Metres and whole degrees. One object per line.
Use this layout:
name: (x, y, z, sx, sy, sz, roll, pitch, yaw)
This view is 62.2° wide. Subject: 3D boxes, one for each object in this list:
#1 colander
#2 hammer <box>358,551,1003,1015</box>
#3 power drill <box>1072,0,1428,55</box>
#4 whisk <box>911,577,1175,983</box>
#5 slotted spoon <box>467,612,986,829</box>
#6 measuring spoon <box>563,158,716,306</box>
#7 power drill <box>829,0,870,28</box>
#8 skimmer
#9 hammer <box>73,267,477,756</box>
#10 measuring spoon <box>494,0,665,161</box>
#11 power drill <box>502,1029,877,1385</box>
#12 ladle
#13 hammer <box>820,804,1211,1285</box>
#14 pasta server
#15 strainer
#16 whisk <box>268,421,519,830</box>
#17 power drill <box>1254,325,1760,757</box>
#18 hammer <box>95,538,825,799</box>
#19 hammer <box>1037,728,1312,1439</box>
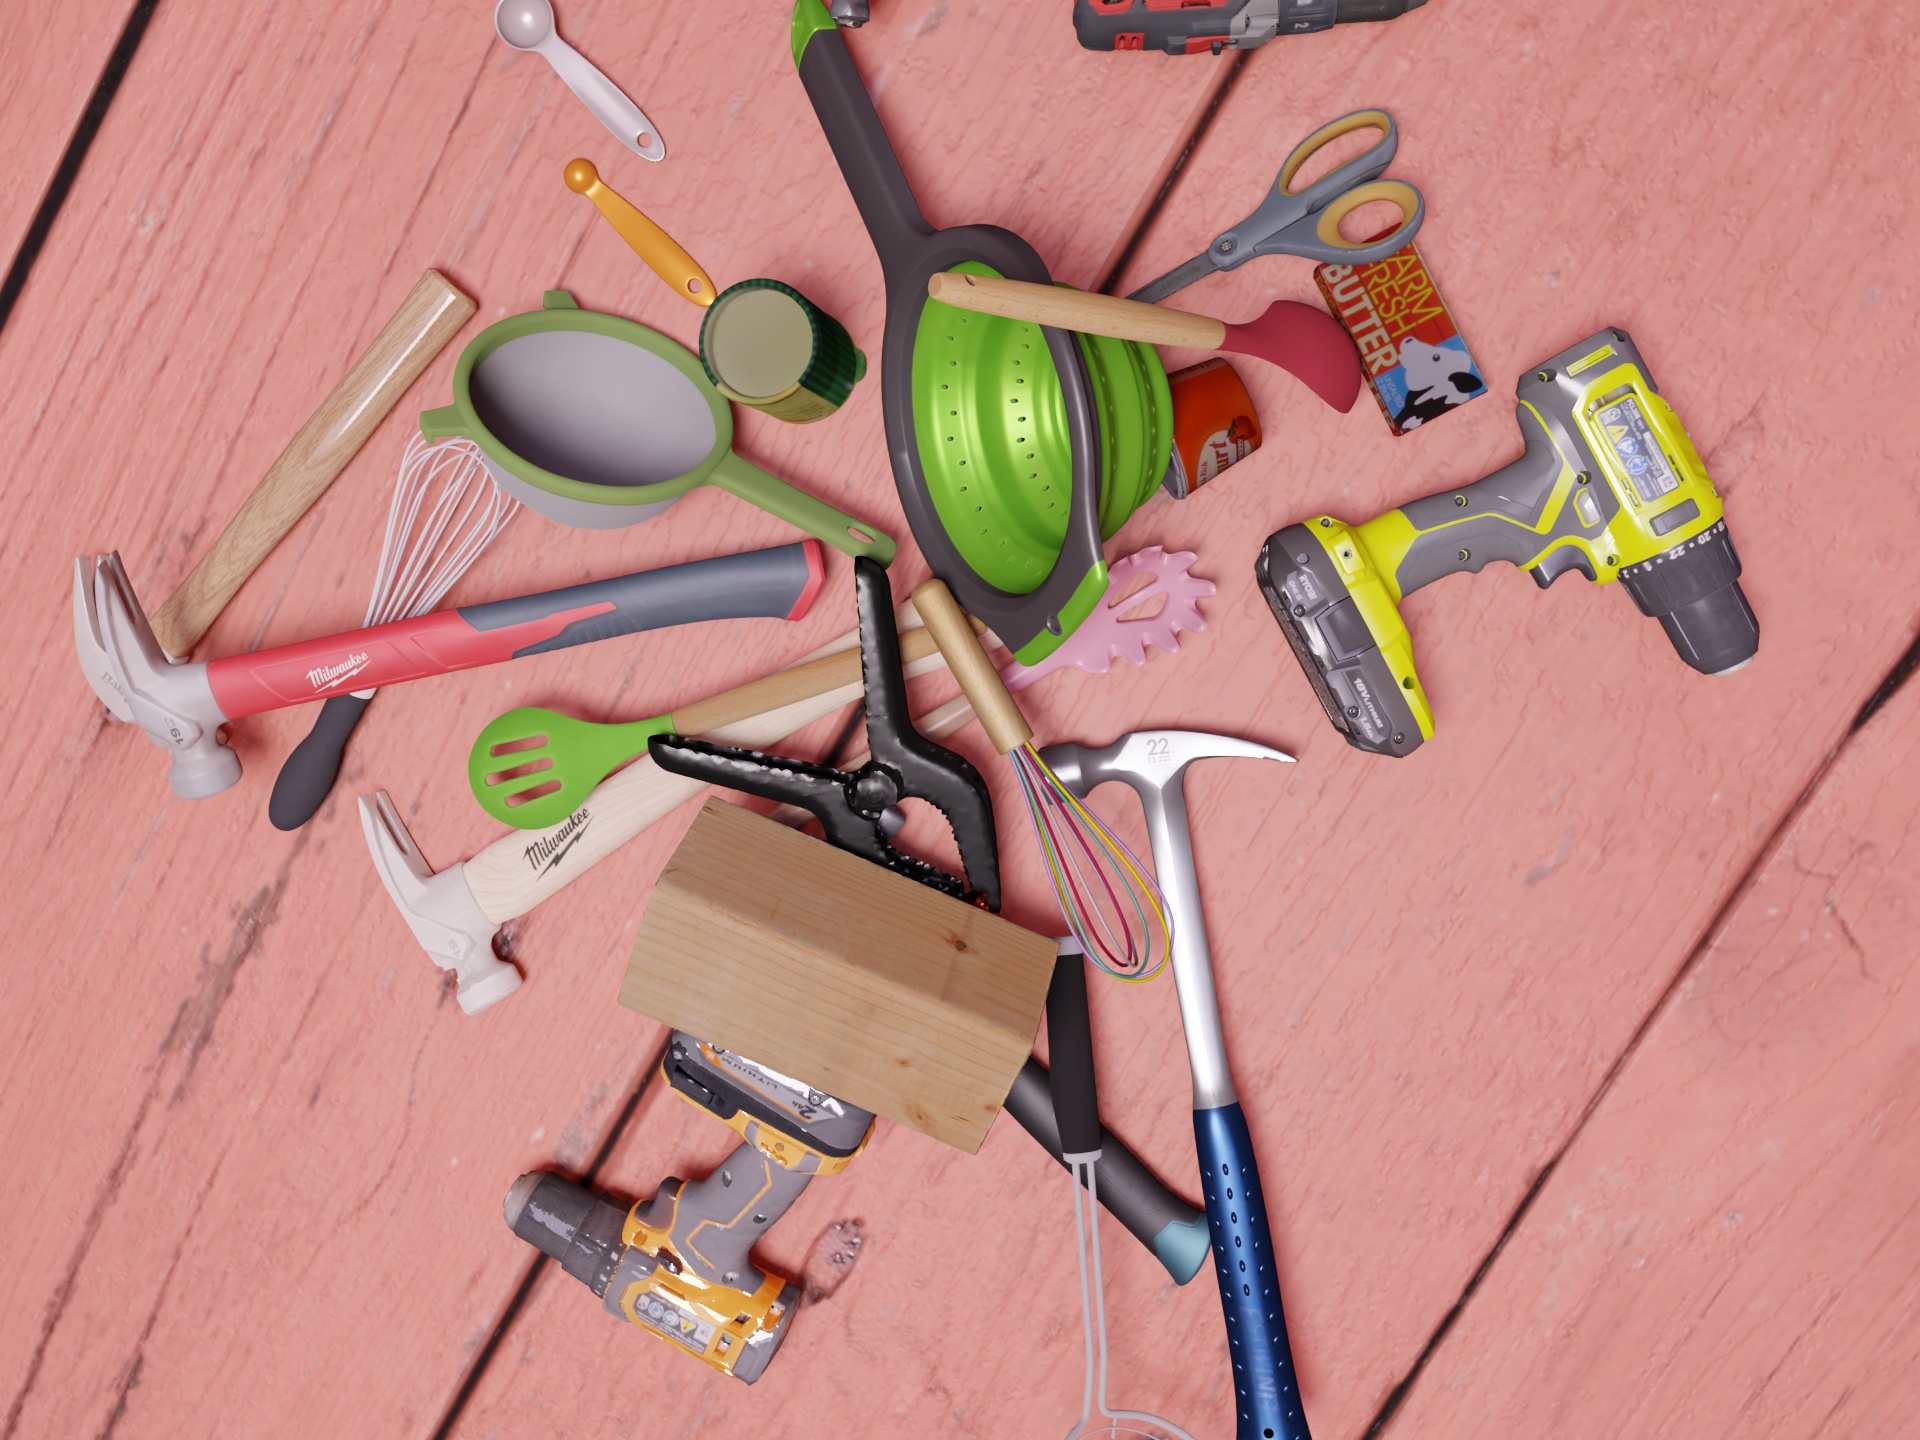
colander: (0.014, -0.229, 0.849, 0.094, 0.204, 0.397, -15, 74, -26)
hammer: (-0.155, 0.012, 0.924, 0.410, 0.038, 0.146, -31, 90, 8)
power drill: (0.150, -0.466, 0.826, 0.188, 0.080, 0.226, 0, 98, 7)
whisk: (0.038, 0.035, 0.853, 0.051, 0.047, 0.245, -29, 89, -32)
slotted spoon: (-0.136, -0.008, 0.891, 0.314, 0.031, 0.070, -18, 91, 6)
measuring spoon: (-0.184, -0.279, 0.911, 0.117, 0.011, 0.021, 44, 98, 1)
power drill: (0.023, -0.427, 0.785, 0.226, 0.084, 0.164, 13, 107, 21)
skimmer: (0.092, 0.297, 0.855, 0.090, 0.127, 0.363, -12, 80, 49)
hammer: (-0.403, -0.132, 0.940, 0.130, 0.031, 0.331, 42, 98, 1)
measuring spoon: (-0.214, -0.365, 0.908, 0.034, 0.018, 0.124, -44, 96, 8)
power drill: (-0.155, 0.256, 0.915, 0.185, 0.084, 0.226, 27, 112, 5)
ladle: (0.104, -0.188, 0.762, 0.031, 0.315, 0.069, -38, 66, 41)
hammer: (0.023, 0.198, 0.923, 0.331, 0.033, 0.128, 44, 98, 1)
pasta server: (-0.001, -0.003, 0.894, 0.316, 0.040, 0.060, -31, 102, 4)
strainer: (-0.159, -0.132, 0.886, 0.256, 0.152, 0.069, 27, 136, -3)
whisk: (-0.338, -0.052, 0.932, 0.070, 0.070, 0.284, 33, 103, 2)
power drill: (0.293, -0.073, 0.847, 0.228, 0.080, 0.190, -28, 92, 6)
hammer: (-0.269, -0.062, 0.886, 0.386, 0.038, 0.143, -12, 116, -3)
hammer: (0.147, 0.203, 0.888, 0.144, 0.035, 0.405, -10, 88, 7)
